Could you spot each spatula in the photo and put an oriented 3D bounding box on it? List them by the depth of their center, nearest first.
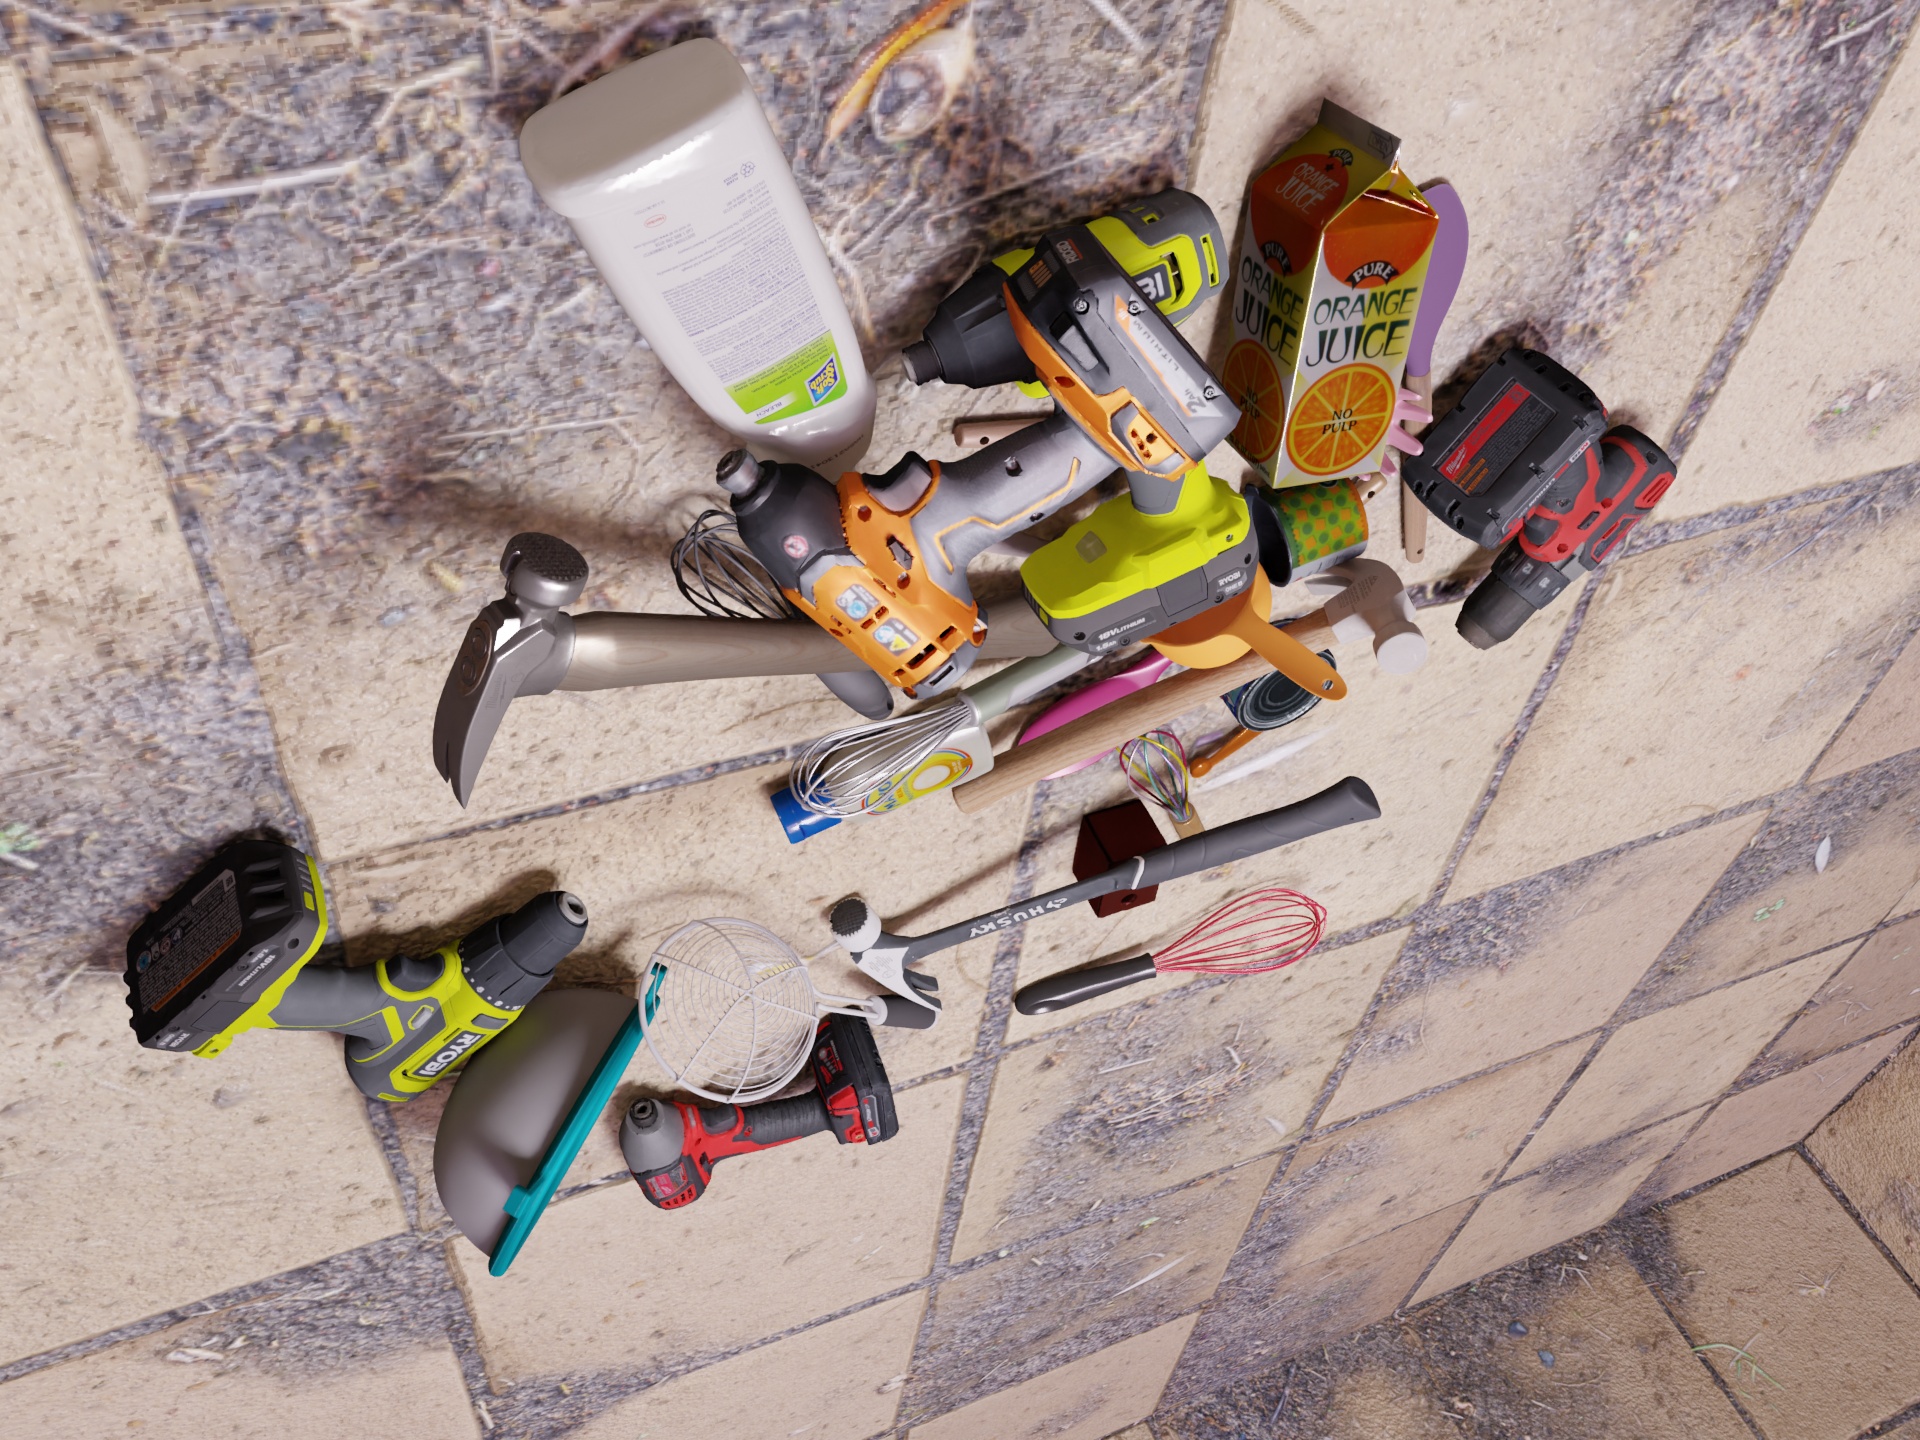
[{"bbox_3d":[0.295,-0.207,1.018,0.060,0.018,0.315,-26,143,-5],"label":"spatula"}]

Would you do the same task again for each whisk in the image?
[{"bbox_3d":[-0.095,-0.051,0.928,0.055,0.055,0.238,-34,147,8],"label":"whisk"},{"bbox_3d":[-0.002,-0.003,1.012,0.246,0.059,0.057,-28,150,-27],"label":"whisk"},{"bbox_3d":[0.165,0.061,1.243,0.047,0.051,0.244,-14,150,14],"label":"whisk"},{"bbox_3d":[0.189,0.213,1.423,0.296,0.073,0.073,-16,142,-7],"label":"whisk"}]

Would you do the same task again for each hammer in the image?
[{"bbox_3d":[-0.089,-0.034,0.878,0.410,0.038,0.146,-6,137,-47],"label":"hammer"},{"bbox_3d":[0.141,-0.017,1.061,0.331,0.130,0.031,-25,121,18],"label":"hammer"},{"bbox_3d":[0.115,0.125,1.197,0.409,0.036,0.149,-20,140,10],"label":"hammer"}]

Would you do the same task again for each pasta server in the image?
[{"bbox_3d":[0.144,-0.172,0.945,0.316,0.040,0.060,-7,126,-25],"label":"pasta server"}]

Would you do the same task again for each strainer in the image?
[{"bbox_3d":[-0.321,0.296,1.138,0.095,0.211,0.340,30,140,-4],"label":"strainer"}]

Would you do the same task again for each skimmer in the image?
[{"bbox_3d":[-0.112,0.221,1.192,0.090,0.127,0.363,-20,162,13],"label":"skimmer"}]

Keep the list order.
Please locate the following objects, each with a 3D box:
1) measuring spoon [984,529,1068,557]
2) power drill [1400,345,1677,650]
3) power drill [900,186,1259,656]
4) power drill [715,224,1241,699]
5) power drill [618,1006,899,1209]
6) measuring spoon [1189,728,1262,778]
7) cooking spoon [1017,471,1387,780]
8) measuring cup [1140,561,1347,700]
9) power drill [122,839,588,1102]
[{"bbox_3d":[0.029,-0.113,0.964,0.124,0.018,0.034,9,135,-31],"label":"measuring spoon"},{"bbox_3d":[0.387,-0.141,1.093,0.188,0.080,0.226,-50,146,18],"label":"power drill"},{"bbox_3d":[0.072,-0.153,0.864,0.171,0.080,0.223,-25,128,-5],"label":"power drill"},{"bbox_3d":[0.002,-0.127,0.768,0.226,0.084,0.164,-40,124,17],"label":"power drill"},{"bbox_3d":[-0.168,0.321,1.301,0.219,0.079,0.143,-18,142,-10],"label":"power drill"},{"bbox_3d":[0.224,0.006,1.236,0.117,0.011,0.021,-38,145,7],"label":"measuring spoon"},{"bbox_3d":[0.165,-0.064,1.102,0.319,0.017,0.068,-40,127,15],"label":"cooking spoon"},{"bbox_3d":[0.182,-0.054,1.000,0.095,0.174,0.052,-49,146,2],"label":"measuring cup"},{"bbox_3d":[-0.358,0.150,0.969,0.190,0.080,0.228,-38,146,15],"label":"power drill"}]
